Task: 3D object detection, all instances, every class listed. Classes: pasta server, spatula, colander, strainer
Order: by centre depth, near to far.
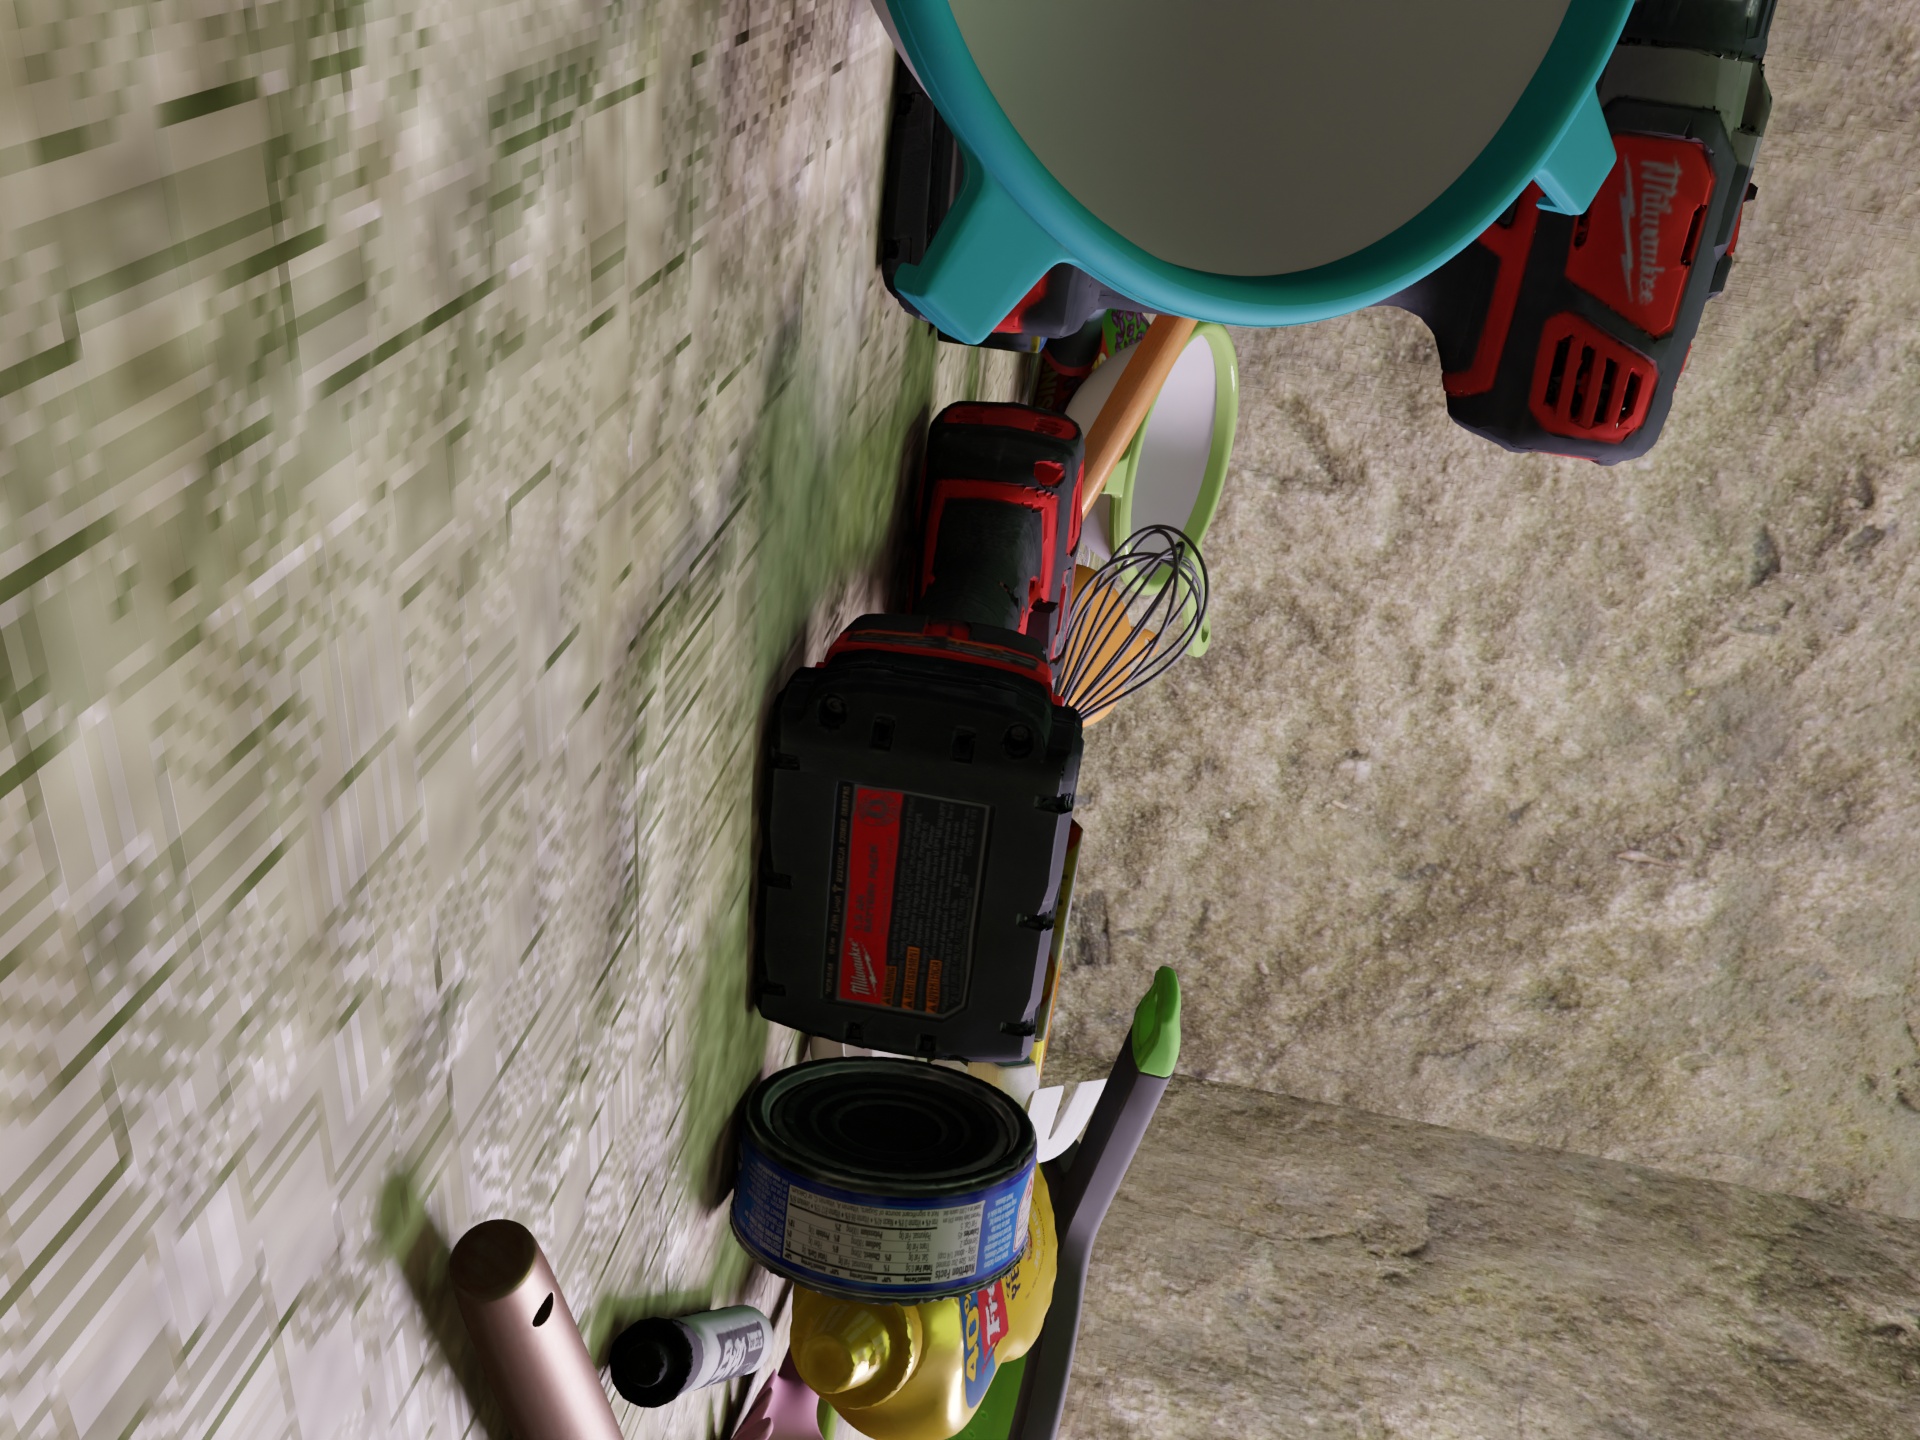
[{"bbox_3d":[0.041,-0.251,0.299,0.095,0.211,0.340,29,-49,52],"label":"strainer"},{"bbox_3d":[-0.075,0.179,0.352,0.315,0.018,0.060,94,18,-50],"label":"spatula"},{"bbox_3d":[-0.043,0.213,0.616,0.060,0.040,0.316,58,15,-11],"label":"pasta server"},{"bbox_3d":[0.047,-0.075,0.718,0.322,0.041,0.081,-60,-177,26],"label":"spatula"},{"bbox_3d":[0.015,0.253,0.789,0.205,0.094,0.396,-80,-176,-51],"label":"colander"},{"bbox_3d":[0.104,-0.121,0.909,0.151,0.069,0.256,-61,154,-24],"label":"strainer"}]

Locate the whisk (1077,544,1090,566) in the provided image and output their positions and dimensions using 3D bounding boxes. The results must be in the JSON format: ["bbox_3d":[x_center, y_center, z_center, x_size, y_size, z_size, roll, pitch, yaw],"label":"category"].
[{"bbox_3d":[0.026,-0.007,0.869,0.059,0.058,0.246,44,53,-40],"label":"whisk"}]

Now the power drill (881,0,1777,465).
[{"bbox_3d":[0.103,-0.177,0.430,0.080,0.226,0.187,-66,165,-67],"label":"power drill"}]

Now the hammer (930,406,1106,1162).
[{"bbox_3d":[0.019,0.034,0.687,0.128,0.033,0.331,-164,-107,-63],"label":"hammer"}]

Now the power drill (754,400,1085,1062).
[{"bbox_3d":[-0.001,-0.002,0.504,0.220,0.078,0.143,-75,173,-59],"label":"power drill"}]

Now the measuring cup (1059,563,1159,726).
[{"bbox_3d":[0.077,-0.041,0.854,0.173,0.052,0.095,-5,94,-50],"label":"measuring cup"}]

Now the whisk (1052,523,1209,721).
[{"bbox_3d":[0.047,0.002,0.722,0.238,0.055,0.055,121,-11,-45],"label":"whisk"}]

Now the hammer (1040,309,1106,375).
[{"bbox_3d":[0.069,-0.234,0.676,0.386,0.038,0.143,153,-64,-86],"label":"hammer"}]

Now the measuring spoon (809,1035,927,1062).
[{"bbox_3d":[-0.033,0.121,0.584,0.124,0.018,0.034,48,37,-72],"label":"measuring spoon"}]

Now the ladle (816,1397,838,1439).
[{"bbox_3d":[-0.053,0.313,0.610,0.320,0.062,0.078,-69,-177,-48],"label":"ladle"}]

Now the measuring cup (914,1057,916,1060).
[{"bbox_3d":[-0.039,0.161,0.597,0.156,0.029,0.062,-50,149,-82],"label":"measuring cup"}]
